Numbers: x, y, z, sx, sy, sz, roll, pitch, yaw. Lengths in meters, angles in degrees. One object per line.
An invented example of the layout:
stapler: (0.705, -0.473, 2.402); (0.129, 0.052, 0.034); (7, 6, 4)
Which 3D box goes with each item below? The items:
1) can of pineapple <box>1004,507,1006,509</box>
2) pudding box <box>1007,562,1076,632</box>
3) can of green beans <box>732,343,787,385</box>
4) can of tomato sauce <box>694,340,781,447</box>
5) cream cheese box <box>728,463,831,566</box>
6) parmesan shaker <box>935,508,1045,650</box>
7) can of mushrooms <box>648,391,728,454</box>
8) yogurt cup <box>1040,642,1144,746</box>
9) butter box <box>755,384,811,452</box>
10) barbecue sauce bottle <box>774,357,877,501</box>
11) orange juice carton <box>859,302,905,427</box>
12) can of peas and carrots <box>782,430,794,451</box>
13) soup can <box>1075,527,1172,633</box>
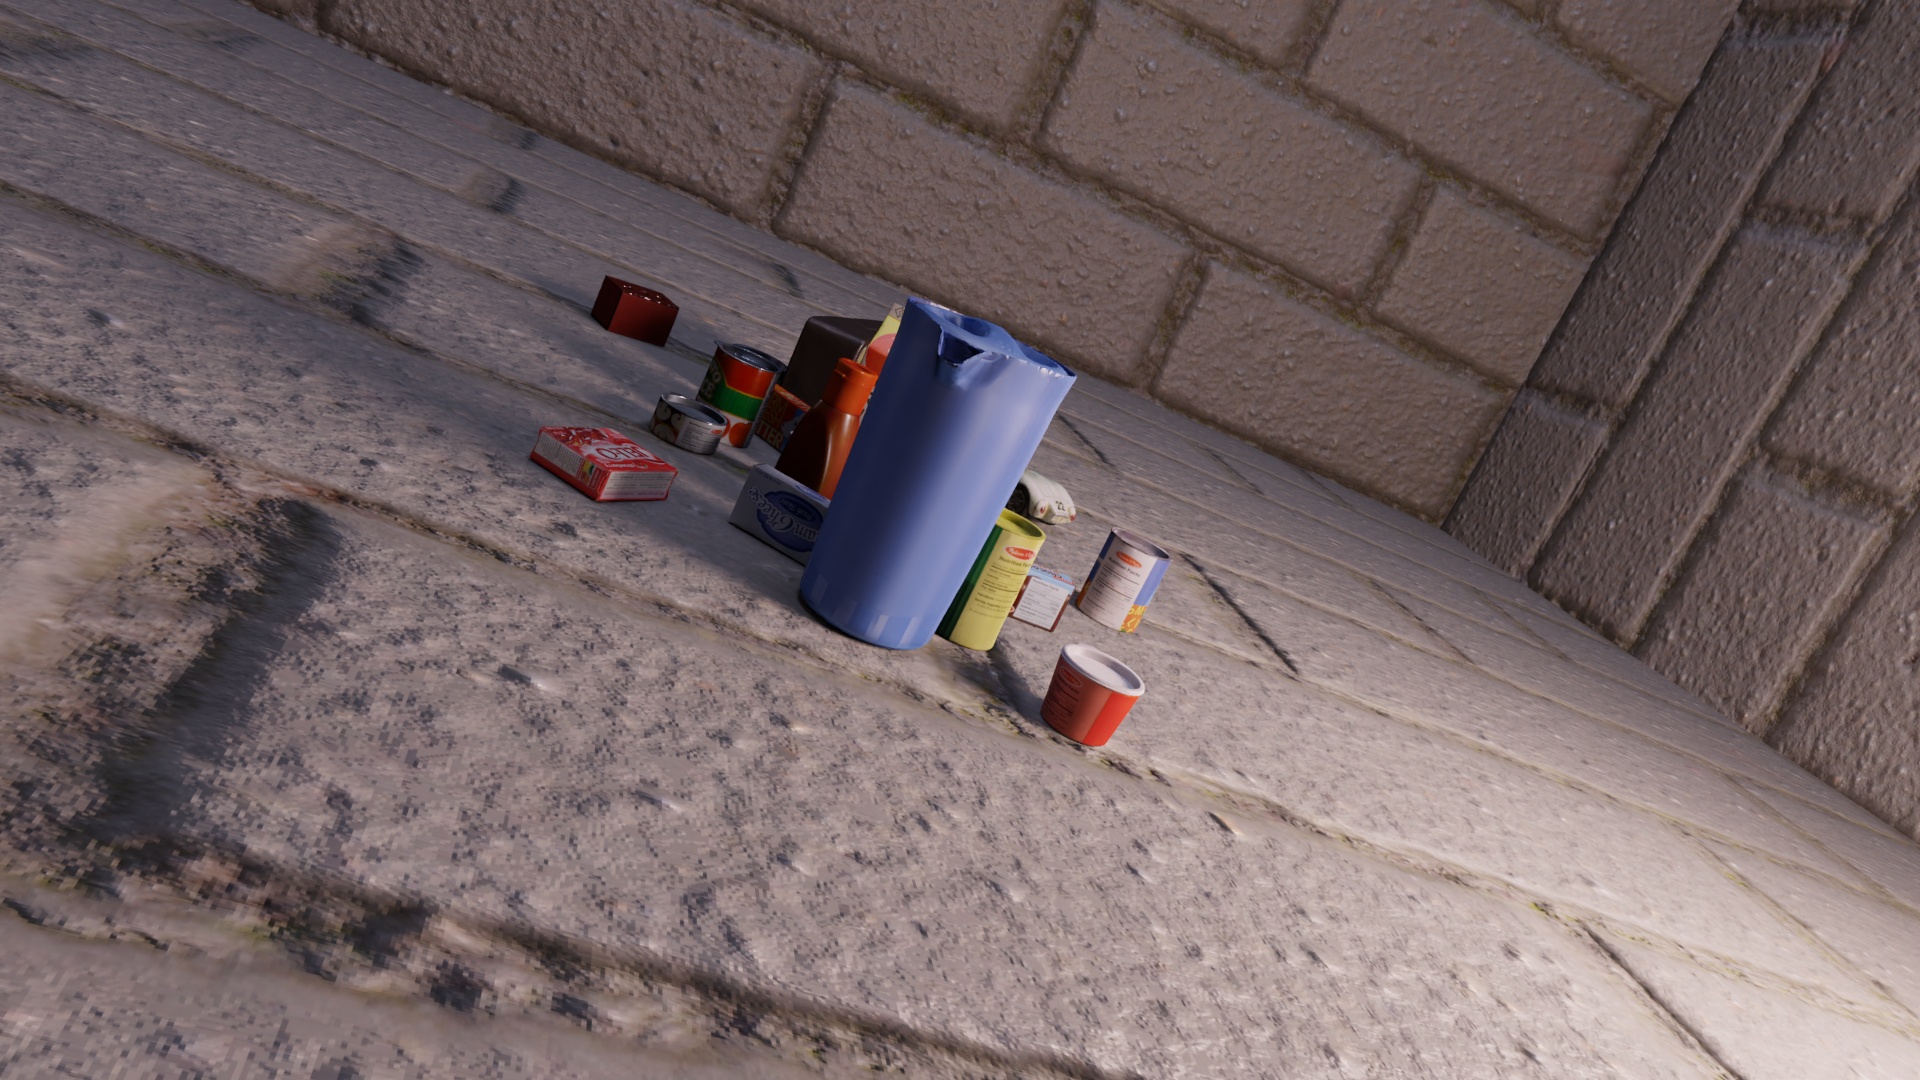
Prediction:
can of pineapple: (0.005, -0.017, 1.347); (0.071, 0.057, 0.071); (24, 14, -6)
pudding box: (0.054, 0.043, 1.232); (0.084, 0.049, 0.030); (21, 14, -18)
can of green beans: (-0.228, -0.174, 1.512); (0.071, 0.057, 0.071); (24, 14, -6)
can of tomato sauce: (-0.223, -0.142, 1.353); (0.071, 0.083, 0.071); (24, 14, -6)
cream cheese box: (-0.130, -0.015, 1.113); (0.104, 0.053, 0.024); (29, 14, 13)
parmesan shaker: (0.014, 0.027, 1.109); (0.071, 0.102, 0.071); (24, 14, -6)
can of mushrooms: (-0.252, -0.109, 1.283); (0.071, 0.033, 0.071); (24, 14, -6)
yogurt cup: (0.095, 0.116, 1.028); (0.072, 0.053, 0.072); (24, 14, -6)
butter box: (-0.176, -0.119, 1.413); (0.104, 0.053, 0.024); (36, 17, 35)
barbecue sauce bottle: (-0.117, -0.081, 1.180); (0.065, 0.148, 0.044); (35, 16, 35)
orange juice carton: (-0.071, -0.124, 1.324); (0.072, 0.192, 0.073); (26, 13, 2)
can of peas and carrots: (-0.134, -0.058, 1.252); (0.071, 0.058, 0.071); (24, 14, -6)
soup can: (0.160, 0.039, 1.362); (0.071, 0.083, 0.071); (24, 14, -6)
